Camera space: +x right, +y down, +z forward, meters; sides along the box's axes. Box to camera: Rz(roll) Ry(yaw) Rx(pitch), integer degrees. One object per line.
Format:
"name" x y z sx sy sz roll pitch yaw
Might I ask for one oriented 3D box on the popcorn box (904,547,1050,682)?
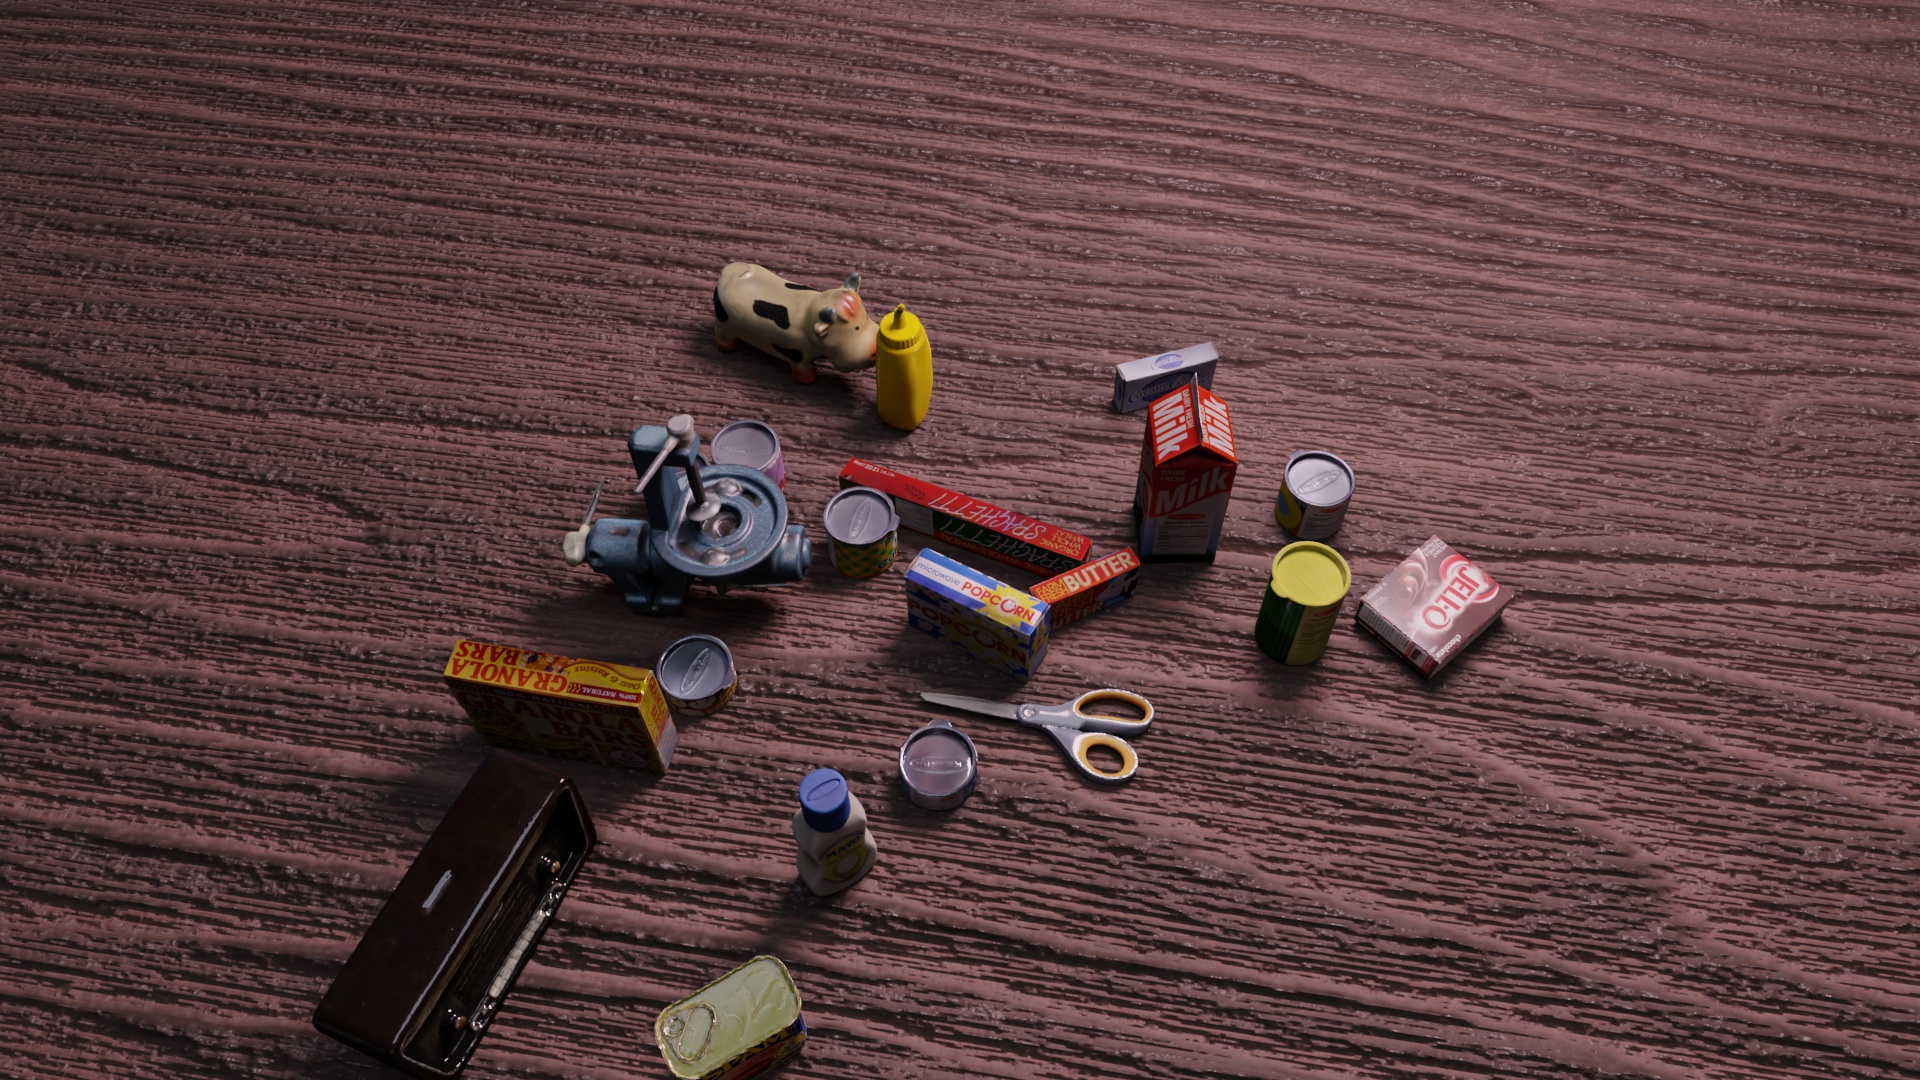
"popcorn box" 0.014 0.066 1.225 0.127 0.084 0.038 25 59 17

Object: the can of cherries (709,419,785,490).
"can of cherries" -0.205 -0.072 1.340 0.071 0.058 0.072 0 55 0

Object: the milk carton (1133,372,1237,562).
"milk carton" 0.202 -0.062 1.248 0.073 0.189 0.073 -1 55 0

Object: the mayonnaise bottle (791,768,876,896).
"mayonnaise bottle" -0.100 0.225 1.075 0.065 0.147 0.041 -29 59 -18

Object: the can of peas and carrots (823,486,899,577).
"can of peas and carrots" -0.090 -0.007 1.293 0.071 0.058 0.071 0 55 0

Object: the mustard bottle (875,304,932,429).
"mustard bottle" -0.056 -0.176 1.350 0.049 0.159 0.065 14 56 10

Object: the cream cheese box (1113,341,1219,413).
"cream cheese box" 0.207 -0.164 1.404 0.104 0.053 0.024 -15 56 -10

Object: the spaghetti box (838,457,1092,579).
"spaghetti box" 0.005 -0.016 1.304 0.250 0.050 0.029 19 57 14

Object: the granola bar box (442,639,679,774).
"granola bar box" -0.328 0.140 1.152 0.166 0.123 0.039 8 56 6

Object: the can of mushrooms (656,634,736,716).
"can of mushrooms" -0.229 0.119 1.220 0.071 0.033 0.071 0 55 0

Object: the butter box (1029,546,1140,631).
"butter box" 0.112 0.046 1.257 0.104 0.052 0.024 -22 58 -14

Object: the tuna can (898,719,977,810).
"tuna can" -0.019 0.189 1.170 0.071 0.032 0.071 0 55 0

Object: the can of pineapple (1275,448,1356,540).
"can of pineapple" 0.335 -0.044 1.315 0.071 0.057 0.071 0 55 0

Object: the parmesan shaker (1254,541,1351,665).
"parmesan shaker" 0.295 0.058 1.217 0.071 0.102 0.071 0 55 1

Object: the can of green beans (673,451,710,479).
"can of green beans" -0.267 -0.046 1.323 0.071 0.057 0.071 0 55 0
